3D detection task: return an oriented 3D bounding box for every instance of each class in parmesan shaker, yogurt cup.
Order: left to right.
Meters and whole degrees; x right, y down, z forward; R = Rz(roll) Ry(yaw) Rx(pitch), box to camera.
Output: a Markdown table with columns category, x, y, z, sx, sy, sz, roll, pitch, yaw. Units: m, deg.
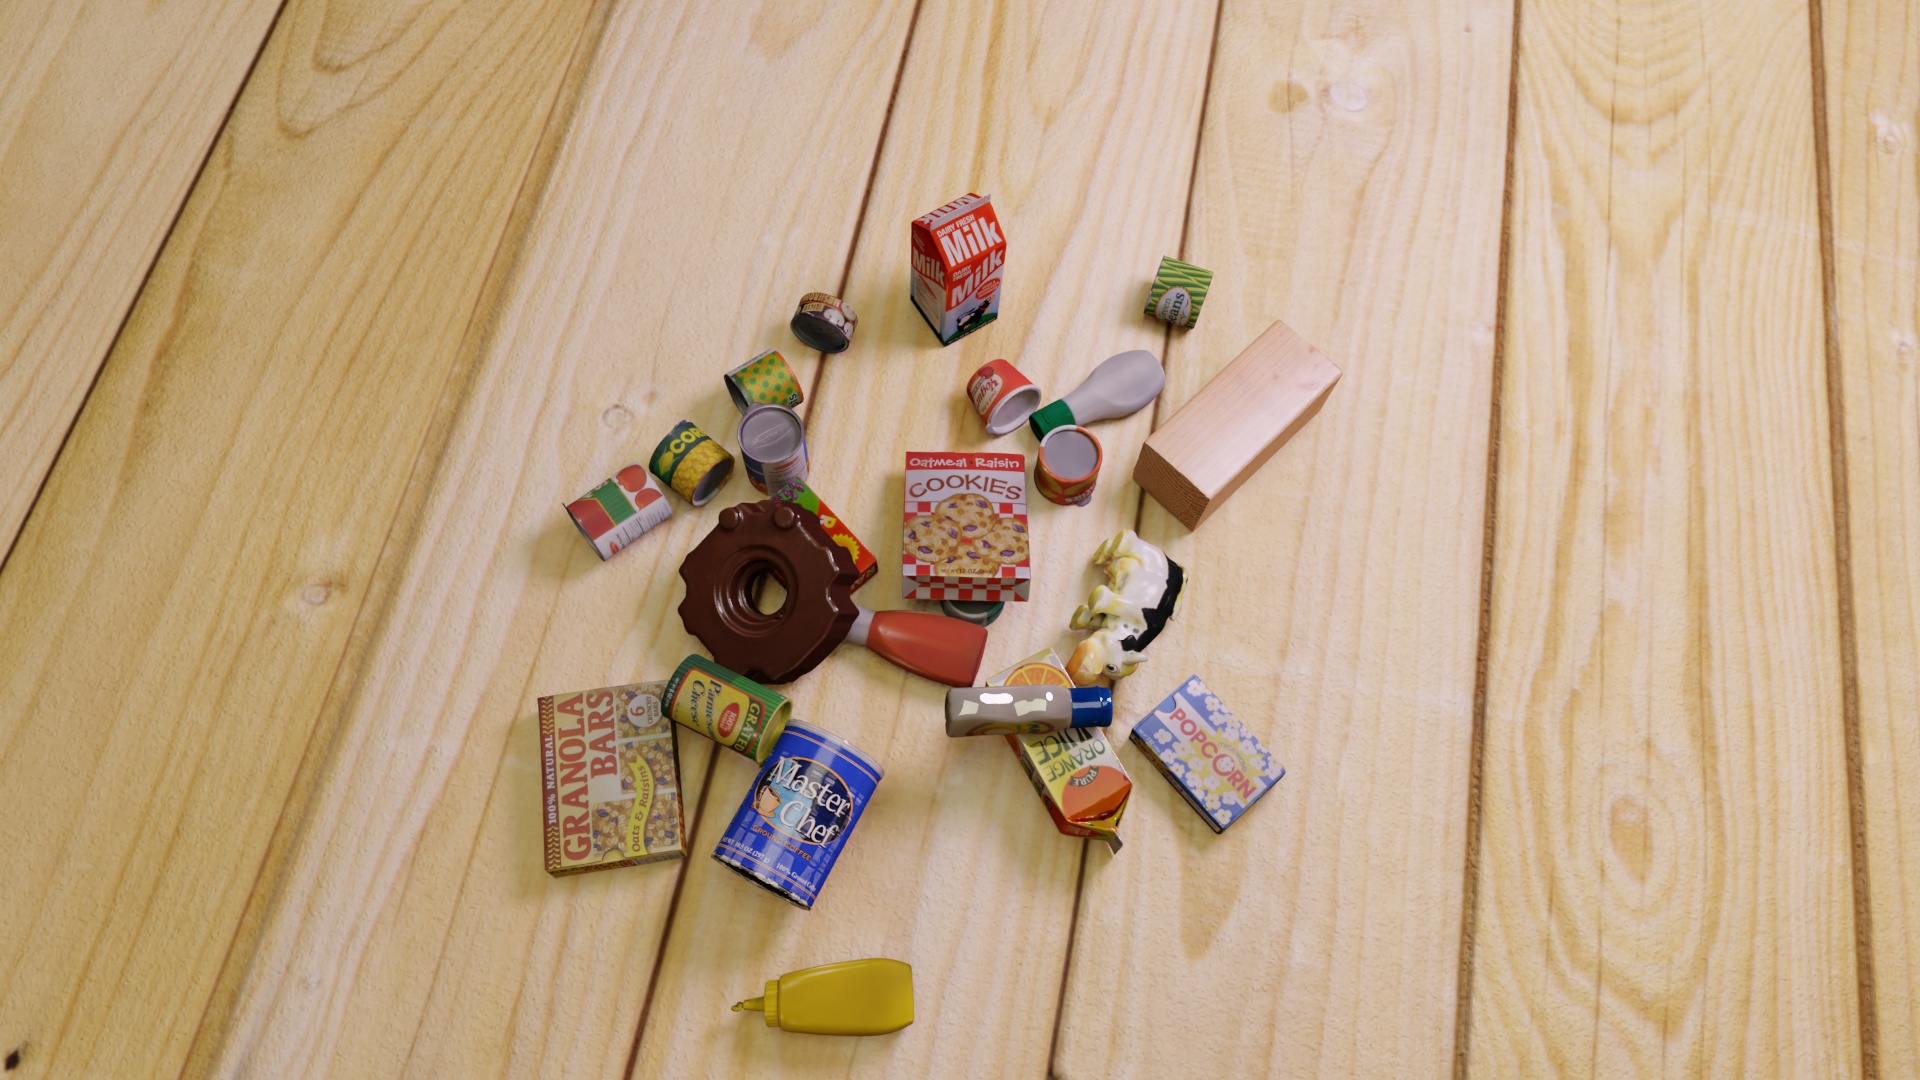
| category | x | y | z | sx | sy | sz | roll | pitch | yaw |
| --- | --- | --- | --- | --- | --- | --- | --- | --- | --- |
| parmesan shaker | -0.217 | 0.157 | 1.281 | 0.103 | 0.071 | 0.071 | 24 | 69 | 11 |
| yogurt cup | 0.043 | -0.152 | 1.450 | 0.072 | 0.072 | 0.054 | -32 | 64 | -14 |

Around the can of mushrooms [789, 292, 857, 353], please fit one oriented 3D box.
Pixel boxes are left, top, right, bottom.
| category | x | y | z | sx | sy | sz | roll | pitch | yaw |
| --- | --- | --- | --- | --- | --- | --- | --- | --- | --- |
| can of mushrooms | -0.145 | -0.232 | 1.471 | 0.071 | 0.070 | 0.033 | 18 | 67 | 5 |

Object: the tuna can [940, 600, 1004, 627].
| category | x | y | z | sx | sy | sz | roll | pitch | yaw |
| --- | --- | --- | --- | --- | --- | --- | --- | --- | --- |
| tuna can | 0.014 | 0.049 | 1.381 | 0.071 | 0.032 | 0.071 | 1 | 68 | -2 |

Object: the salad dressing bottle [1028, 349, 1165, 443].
| category | x | y | z | sx | sy | sz | roll | pitch | yaw |
| --- | --- | --- | --- | --- | --- | --- | --- | --- | --- |
| salad dressing bottle | 0.143 | -0.149 | 1.463 | 0.148 | 0.044 | 0.064 | -28 | 72 | -11 |

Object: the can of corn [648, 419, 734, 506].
| category | x | y | z | sx | sy | sz | roll | pitch | yaw |
| --- | --- | --- | --- | --- | --- | --- | --- | --- | --- |
| can of corn | -0.270 | -0.078 | 1.404 | 0.058 | 0.071 | 0.071 | 38 | 72 | 12 |

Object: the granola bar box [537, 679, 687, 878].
| category | x | y | z | sx | sy | sz | roll | pitch | yaw |
| --- | --- | --- | --- | --- | --- | --- | --- | --- | --- |
| granola bar box | -0.325 | 0.220 | 1.296 | 0.124 | 0.039 | 0.166 | -8 | 68 | -5 |

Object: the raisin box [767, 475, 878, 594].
| category | x | y | z | sx | sy | sz | roll | pitch | yaw |
| --- | --- | --- | --- | --- | --- | --- | --- | --- | --- |
| raisin box | -0.154 | 0.009 | 1.389 | 0.086 | 0.040 | 0.123 | -40 | 73 | -16 |

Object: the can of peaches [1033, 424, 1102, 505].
| category | x | y | z | sx | sy | sz | roll | pitch | yaw |
| --- | --- | --- | --- | --- | --- | --- | --- | --- | --- |
| can of peaches | 0.112 | -0.076 | 1.423 | 0.071 | 0.058 | 0.071 | 1 | 67 | -1 |

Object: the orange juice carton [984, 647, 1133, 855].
| category | x | y | z | sx | sy | sz | roll | pitch | yaw |
| --- | --- | --- | --- | --- | --- | --- | --- | --- | --- |
| orange juice carton | 0.099 | 0.205 | 1.300 | 0.073 | 0.071 | 0.193 | -27 | 71 | -11 |

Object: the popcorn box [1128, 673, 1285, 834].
| category | x | y | z | sx | sy | sz | roll | pitch | yaw |
| --- | --- | --- | --- | --- | --- | --- | --- | --- | --- |
| popcorn box | 0.234 | 0.204 | 1.323 | 0.085 | 0.038 | 0.127 | -39 | 74 | -15 |

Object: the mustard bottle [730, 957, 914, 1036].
| category | x | y | z | sx | sy | sz | roll | pitch | yaw |
| --- | --- | --- | --- | --- | --- | --- | --- | --- | --- |
| mustard bottle | -0.121 | 0.404 | 1.223 | 0.160 | 0.048 | 0.065 | -2 | 68 | -2 |

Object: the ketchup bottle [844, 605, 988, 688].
| category | x | y | z | sx | sy | sz | roll | pitch | yaw |
| --- | --- | --- | --- | --- | --- | --- | --- | --- | --- |
| ketchup bottle | -0.051 | 0.096 | 1.354 | 0.149 | 0.043 | 0.065 | 16 | 69 | 5 |

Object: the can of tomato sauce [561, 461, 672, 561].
| category | x | y | z | sx | sy | sz | roll | pitch | yaw |
| --- | --- | --- | --- | --- | --- | --- | --- | --- | --- |
| can of tomato sauce | -0.341 | -0.031 | 1.384 | 0.083 | 0.071 | 0.071 | -36 | 74 | -16 |

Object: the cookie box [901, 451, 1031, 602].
| category | x | y | z | sx | sy | sz | roll | pitch | yaw |
| --- | --- | --- | --- | --- | --- | --- | --- | --- | --- |
| cookie box | 0.005 | -0.017 | 1.378 | 0.123 | 0.040 | 0.168 | 1 | 48 | -2 |

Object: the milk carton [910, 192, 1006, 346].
| category | x | y | z | sx | sy | sz | roll | pitch | yaw |
| --- | --- | --- | --- | --- | --- | --- | --- | --- | --- |
| milk carton | -0.003 | -0.288 | 1.434 | 0.072 | 0.189 | 0.073 | -30 | 72 | -13 |

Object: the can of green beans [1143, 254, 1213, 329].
| category | x | y | z | sx | sy | sz | roll | pitch | yaw |
| --- | --- | --- | --- | --- | --- | --- | --- | --- | --- |
| can of green beans | 0.236 | -0.268 | 1.502 | 0.058 | 0.071 | 0.071 | 20 | 69 | 6 |

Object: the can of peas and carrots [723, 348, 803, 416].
| category | x | y | z | sx | sy | sz | roll | pitch | yaw |
| --- | --- | --- | --- | --- | --- | --- | --- | --- | --- |
| can of peas and carrots | -0.202 | -0.156 | 1.441 | 0.059 | 0.070 | 0.071 | -33 | 73 | -14 |

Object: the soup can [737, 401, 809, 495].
| category | x | y | z | sx | sy | sz | roll | pitch | yaw |
| --- | --- | --- | --- | --- | --- | --- | --- | --- | --- |
| soup can | -0.189 | -0.093 | 1.405 | 0.071 | 0.083 | 0.071 | 1 | 68 | -2 |

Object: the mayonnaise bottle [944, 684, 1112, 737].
| category | x | y | z | sx | sy | sz | roll | pitch | yaw |
| --- | --- | --- | --- | --- | --- | --- | --- | --- | --- |
| mayonnaise bottle | 0.061 | 0.152 | 1.249 | 0.148 | 0.064 | 0.041 | -1 | 67 | -5 |
